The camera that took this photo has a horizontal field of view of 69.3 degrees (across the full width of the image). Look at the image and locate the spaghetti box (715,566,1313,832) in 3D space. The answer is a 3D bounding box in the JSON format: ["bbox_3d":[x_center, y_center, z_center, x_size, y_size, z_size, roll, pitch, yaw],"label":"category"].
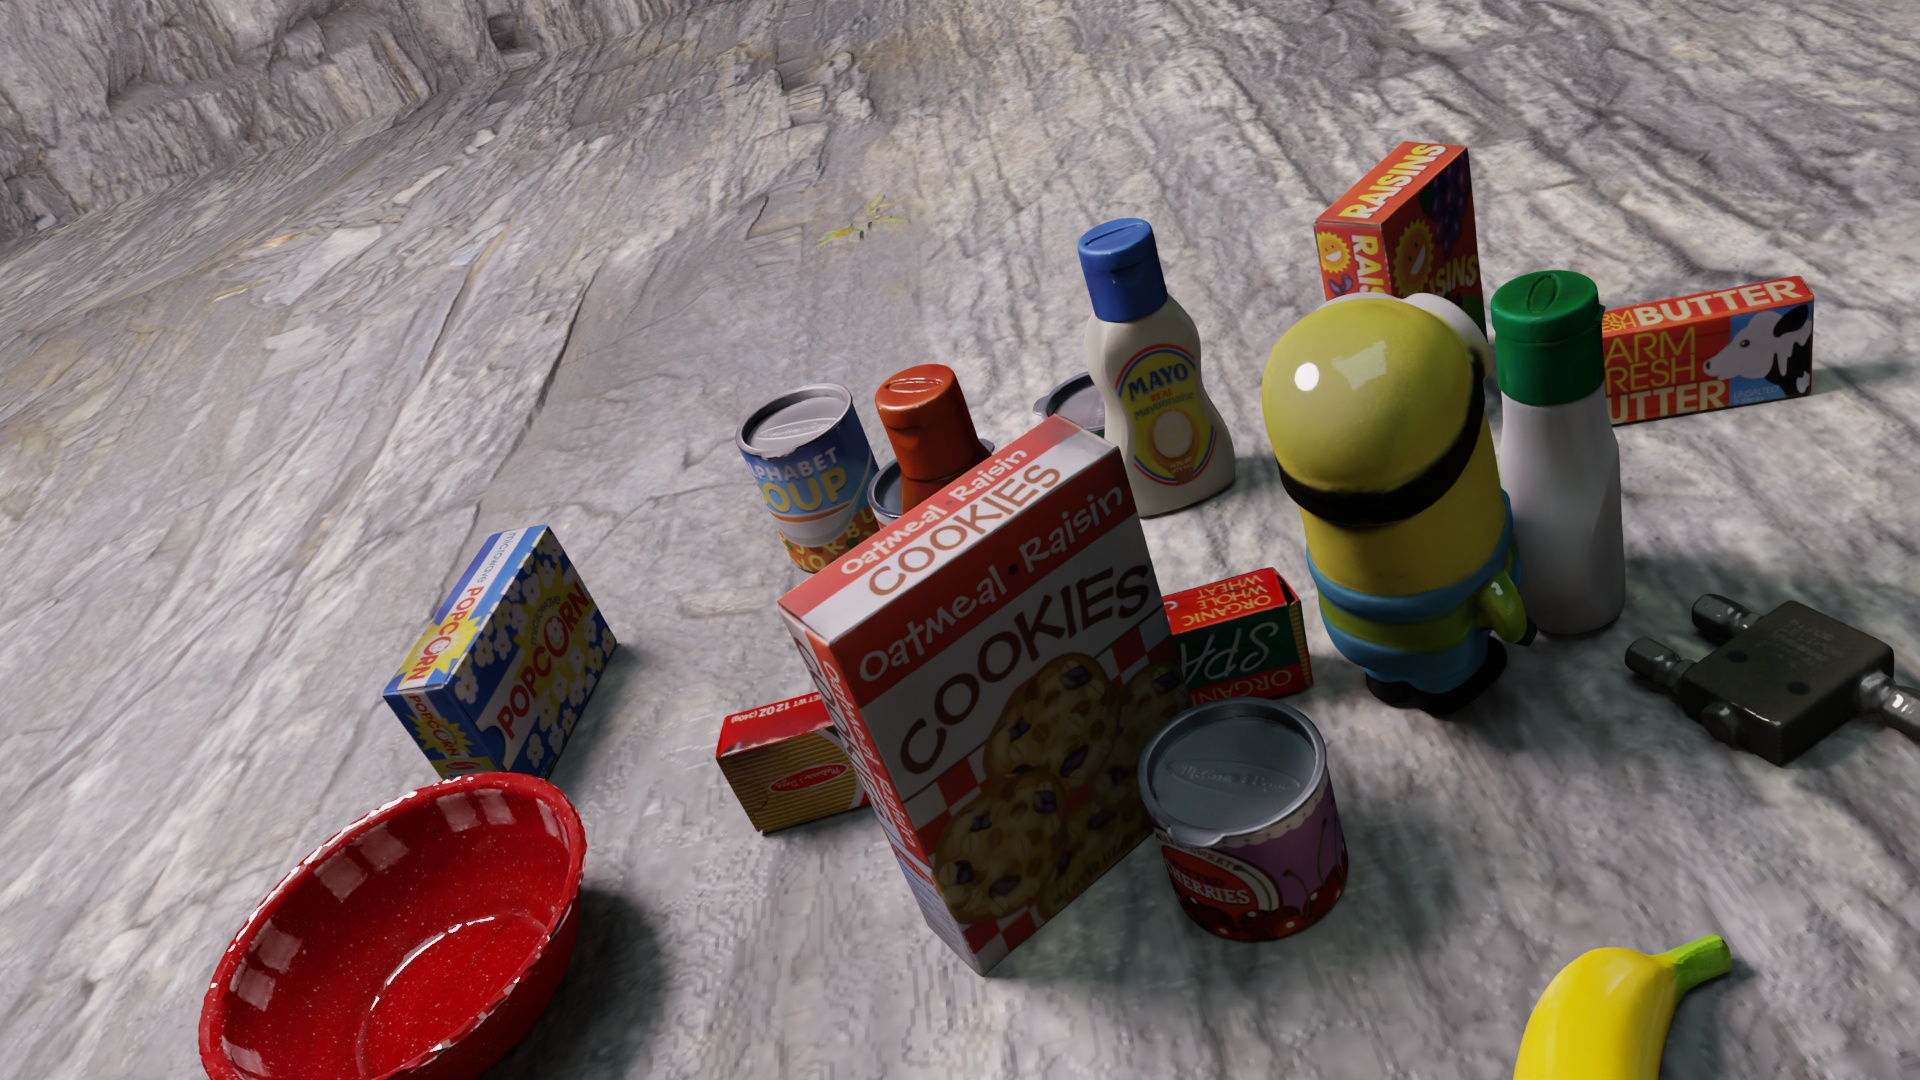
[{"bbox_3d":[0.023,0.069,0.591,0.250,0.050,0.029,-16,33,6],"label":"spaghetti box"}]

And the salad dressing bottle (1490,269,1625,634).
[{"bbox_3d":[0.231,-0.032,0.538,0.044,0.147,0.064,4,40,32],"label":"salad dressing bottle"}]

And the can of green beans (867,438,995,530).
[{"bbox_3d":[-0.007,-0.010,0.713,0.071,0.057,0.071,-14,34,10],"label":"can of green beans"}]

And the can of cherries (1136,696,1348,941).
[{"bbox_3d":[0.100,0.101,0.497,0.071,0.058,0.072,-14,34,10],"label":"can of cherries"}]

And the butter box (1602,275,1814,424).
[{"bbox_3d":[0.337,-0.086,0.646,0.103,0.053,0.024,-9,35,17],"label":"butter box"}]

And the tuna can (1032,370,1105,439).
[{"bbox_3d":[0.078,-0.066,0.772,0.071,0.032,0.071,-14,34,10],"label":"tuna can"}]

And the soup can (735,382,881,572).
[{"bbox_3d":[-0.078,-0.032,0.758,0.071,0.083,0.072,-14,34,10],"label":"soup can"}]

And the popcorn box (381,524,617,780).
[{"bbox_3d":[-0.226,0.063,0.698,0.038,0.085,0.127,-9,35,17],"label":"popcorn box"}]

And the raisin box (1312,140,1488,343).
[{"bbox_3d":[0.223,-0.124,0.696,0.040,0.123,0.086,18,49,44],"label":"raisin box"}]

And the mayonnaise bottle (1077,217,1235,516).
[{"bbox_3d":[0.092,-0.084,0.686,0.065,0.147,0.041,-20,33,0],"label":"mayonnaise bottle"}]

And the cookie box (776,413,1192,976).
[{"bbox_3d":[0.019,0.057,0.503,0.123,0.166,0.040,-35,36,-21],"label":"cookie box"}]

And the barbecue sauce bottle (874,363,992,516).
[{"bbox_3d":[0.002,-0.008,0.622,0.065,0.148,0.044,3,40,31],"label":"barbecue sauce bottle"}]
